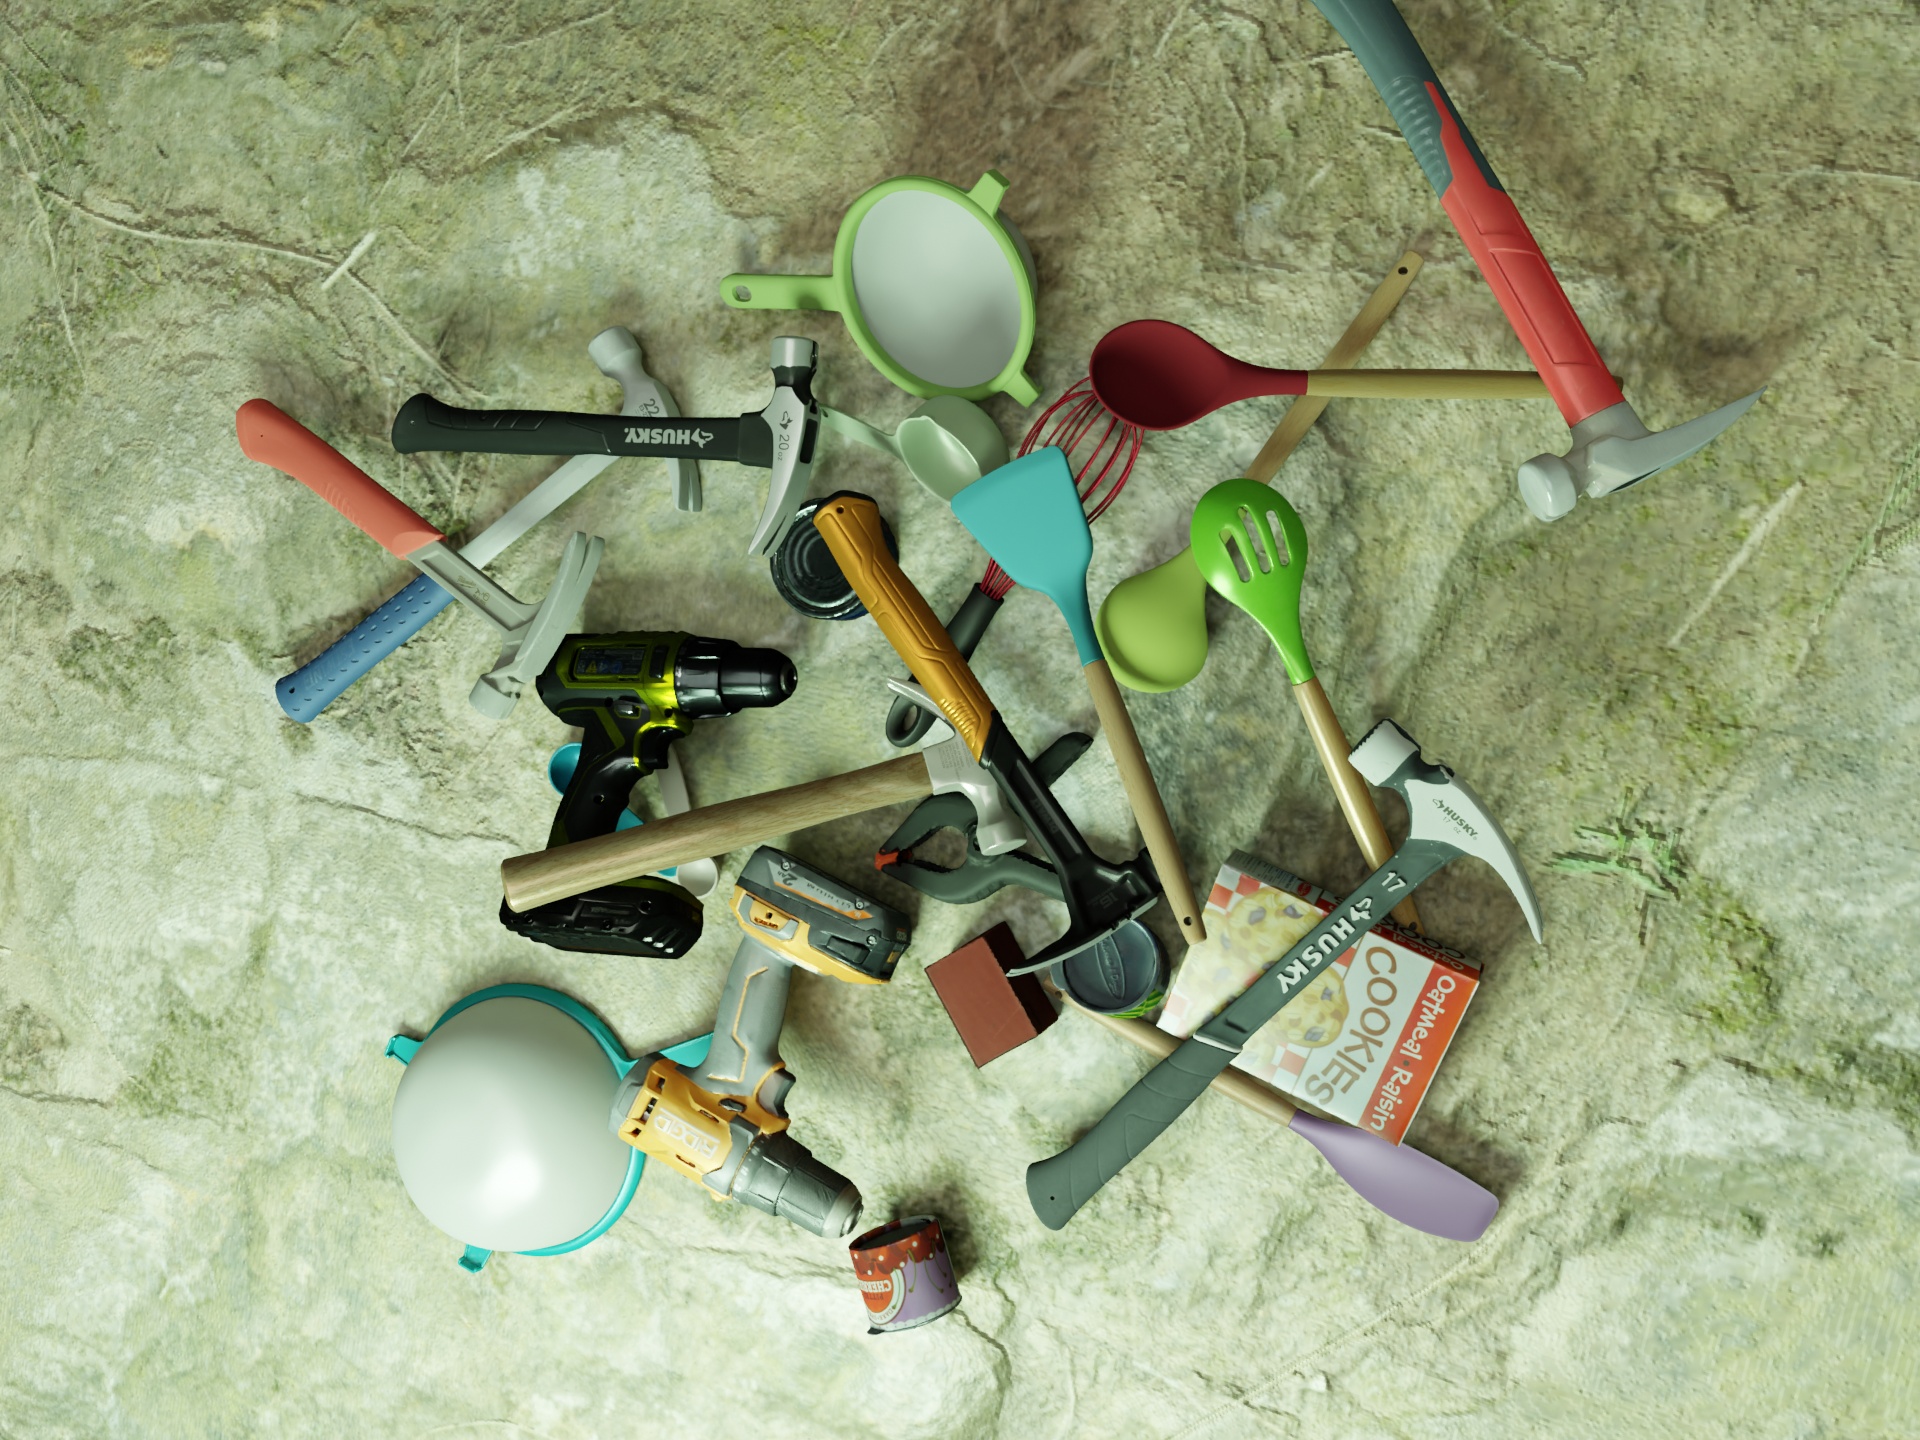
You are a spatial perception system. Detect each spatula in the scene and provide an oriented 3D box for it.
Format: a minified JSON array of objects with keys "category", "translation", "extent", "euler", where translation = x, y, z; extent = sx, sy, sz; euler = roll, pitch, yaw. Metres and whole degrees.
[{"category":"spatula","translation":[0.191,0.246,1.031],"extent":[0.316,0.018,0.059],"euler":[28,124,17]},{"category":"spatula","translation":[0.087,-0.012,0.985],"extent":[0.082,0.044,0.318],"euler":[-24,78,20]}]

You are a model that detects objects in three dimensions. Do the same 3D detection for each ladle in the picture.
[{"category":"ladle","translation":[0.192,-0.155,1.007],"extent":[0.078,0.062,0.320],"euler":[37,97,16]},{"category":"ladle","translation":[0.236,-0.206,0.961],"extent":[0.315,0.031,0.069],"euler":[2,87,6]}]

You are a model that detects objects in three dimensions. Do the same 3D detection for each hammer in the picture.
[{"category":"hammer","translation":[-0.002,-0.003,1.017],"extent":[0.127,0.034,0.337],"euler":[-32,79,-10]},{"category":"hammer","translation":[-0.132,0.061,1.031],"extent":[0.331,0.031,0.130],"euler":[-15,75,-6]},{"category":"hammer","translation":[0.176,0.189,0.980],"extent":[0.149,0.036,0.409],"euler":[44,115,8]},{"category":"hammer","translation":[-0.418,-0.155,1.181],"extent":[0.359,0.036,0.149],"euler":[35,100,24]},{"category":"hammer","translation":[-0.366,-0.118,1.199],"extent":[0.405,0.035,0.144],"euler":[-34,81,18]},{"category":"hammer","translation":[-0.257,-0.196,1.120],"extent":[0.335,0.035,0.146],"euler":[5,93,19]},{"category":"hammer","translation":[0.318,-0.315,0.942],"extent":[0.143,0.038,0.386],"euler":[-25,80,-1]}]

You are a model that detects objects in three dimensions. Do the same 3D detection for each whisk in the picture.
[{"category":"whisk","translation":[0.030,-0.100,1.053],"extent":[0.073,0.073,0.295],"euler":[38,110,14]}]

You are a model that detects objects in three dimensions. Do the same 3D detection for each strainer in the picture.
[{"category":"strainer","translation":[-0.048,-0.296,1.068],"extent":[0.256,0.069,0.151],"euler":[11,129,33]},{"category":"strainer","translation":[-0.292,0.285,1.162],"extent":[0.340,0.095,0.211],"euler":[-23,85,20]}]

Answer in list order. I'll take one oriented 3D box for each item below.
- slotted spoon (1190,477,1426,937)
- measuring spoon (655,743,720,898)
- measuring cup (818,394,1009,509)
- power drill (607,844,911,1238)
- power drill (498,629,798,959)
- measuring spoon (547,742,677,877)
[{"category":"slotted spoon","translation":[0.224,-0.002,0.980],"extent":[0.070,0.031,0.313],"euler":[-24,96,-3]},{"category":"measuring spoon","translation":[-0.201,0.070,1.165],"extent":[0.034,0.018,0.124],"euler":[-21,79,19]},{"category":"measuring cup","translation":[-0.035,-0.197,1.076],"extent":[0.168,0.083,0.038],"euler":[28,63,34]},{"category":"power drill","translation":[-0.114,0.221,1.080],"extent":[0.185,0.084,0.226],"euler":[26,86,16]},{"category":"power drill","translation":[-0.218,0.044,1.104],"extent":[0.190,0.080,0.229],"euler":[1,69,19]},{"category":"measuring spoon","translation":[-0.254,0.068,1.183],"extent":[0.042,0.021,0.128],"euler":[-44,88,4]}]
